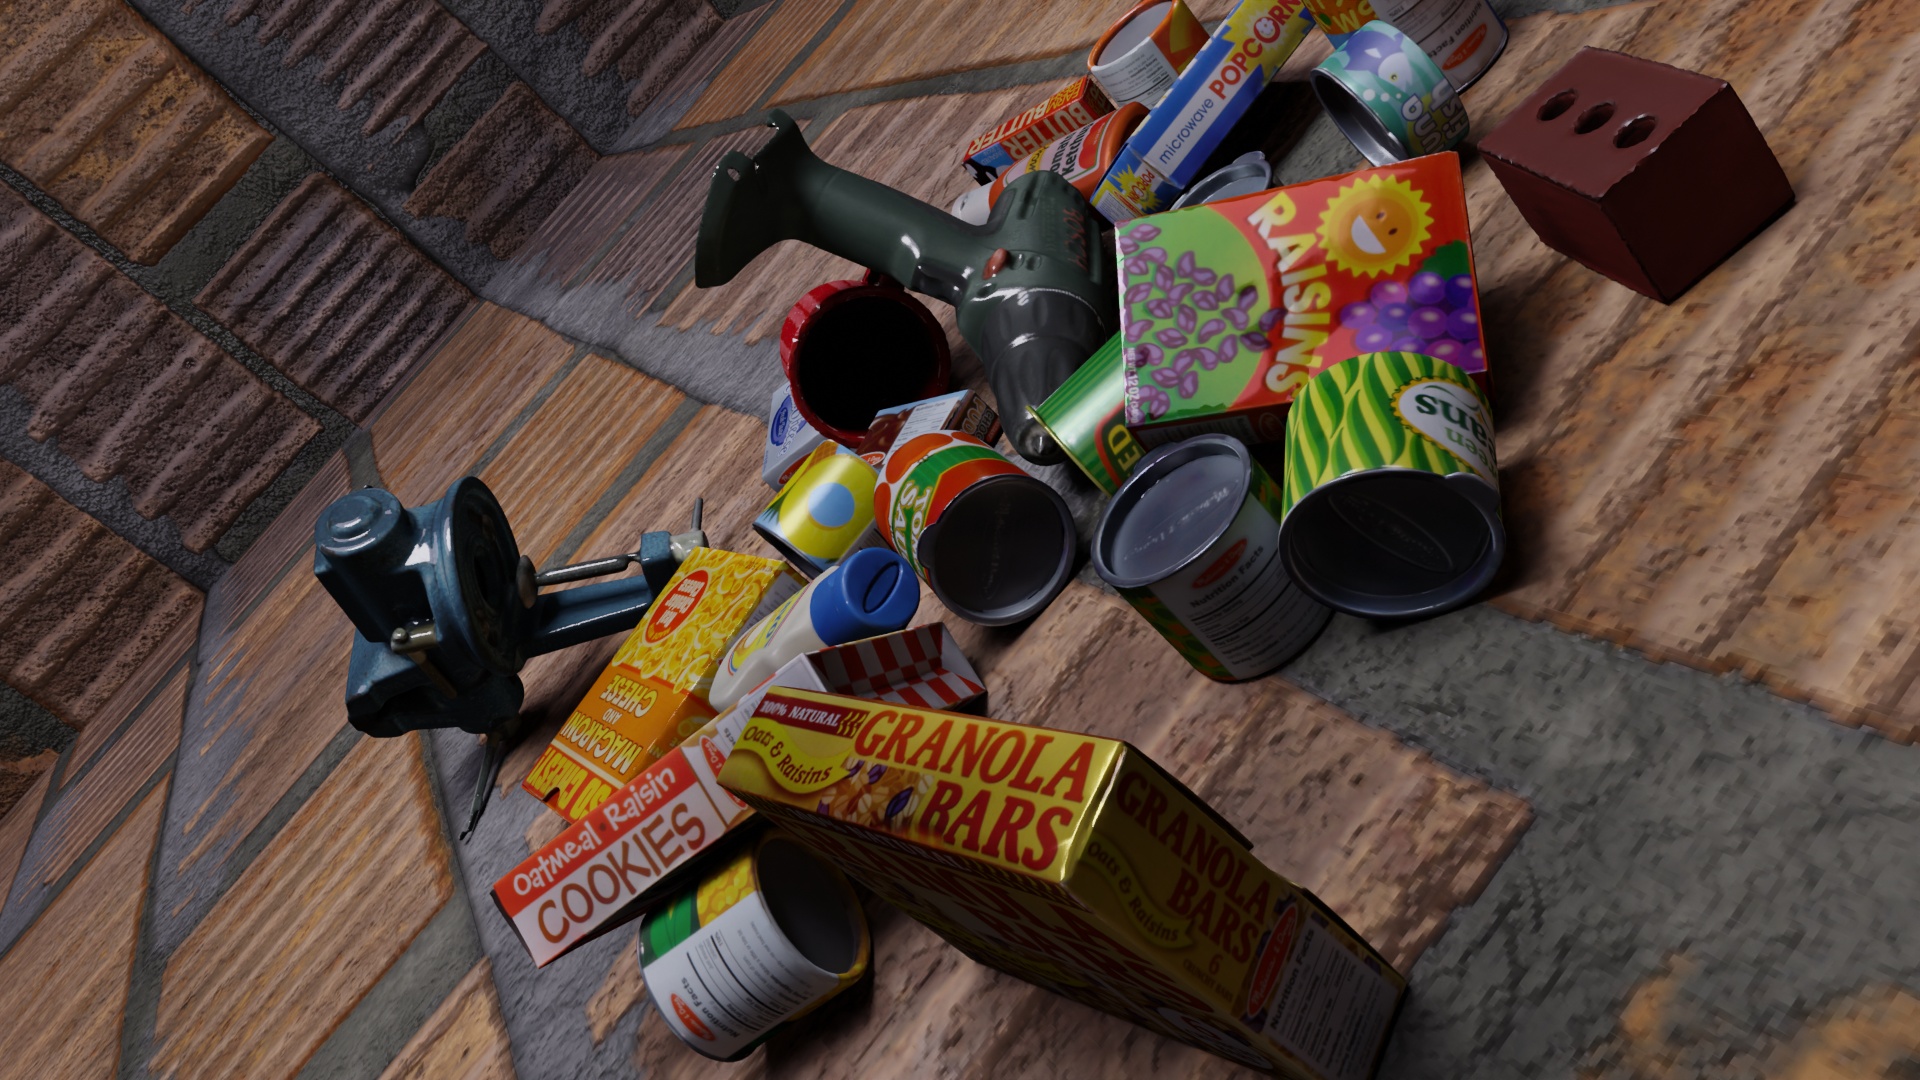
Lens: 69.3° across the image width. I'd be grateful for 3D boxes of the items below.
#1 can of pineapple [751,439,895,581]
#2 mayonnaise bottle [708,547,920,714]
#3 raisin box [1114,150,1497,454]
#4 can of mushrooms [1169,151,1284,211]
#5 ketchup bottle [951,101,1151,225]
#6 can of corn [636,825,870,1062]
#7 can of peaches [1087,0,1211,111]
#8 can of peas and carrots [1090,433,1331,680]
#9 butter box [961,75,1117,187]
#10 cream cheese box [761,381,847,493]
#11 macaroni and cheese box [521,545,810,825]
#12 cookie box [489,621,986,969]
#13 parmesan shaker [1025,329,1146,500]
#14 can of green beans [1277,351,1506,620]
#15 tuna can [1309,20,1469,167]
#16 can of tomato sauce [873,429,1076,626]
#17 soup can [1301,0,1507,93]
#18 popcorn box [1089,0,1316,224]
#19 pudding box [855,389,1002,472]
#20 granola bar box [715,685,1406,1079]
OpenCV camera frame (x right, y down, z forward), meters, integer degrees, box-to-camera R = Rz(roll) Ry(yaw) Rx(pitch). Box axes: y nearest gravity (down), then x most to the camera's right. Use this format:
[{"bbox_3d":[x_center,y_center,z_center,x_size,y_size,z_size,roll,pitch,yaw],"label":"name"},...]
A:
[{"bbox_3d":[-0.064,-0.010,0.706,0.058,0.071,0.071,-51,28,-10],"label":"can of pineapple"},{"bbox_3d":[-0.066,0.043,0.627,0.147,0.041,0.065,-36,18,55],"label":"mayonnaise bottle"},{"bbox_3d":[0.121,-0.081,0.499,0.123,0.040,0.086,-8,71,21],"label":"raisin box"},{"bbox_3d":[0.129,-0.147,0.656,0.071,0.033,0.071,-35,29,23],"label":"can of mushrooms"},{"bbox_3d":[0.054,-0.210,0.831,0.148,0.043,0.065,-9,51,51],"label":"ketchup bottle"},{"bbox_3d":[-0.075,0.148,0.518,0.058,0.071,0.071,-37,29,16],"label":"can of corn"},{"bbox_3d":[0.118,-0.281,0.821,0.071,0.058,0.071,-34,30,24],"label":"can of peaches"},{"bbox_3d":[0.088,0.005,0.484,0.070,0.058,0.071,-34,29,23],"label":"can of peas and carrots"},{"bbox_3d":[0.055,-0.243,0.863,0.103,0.053,0.024,-17,42,44],"label":"butter box"},{"bbox_3d":[-0.097,-0.075,0.886,0.053,0.024,0.104,-34,30,20],"label":"cream cheese box"},{"bbox_3d":[-0.155,0.082,0.742,0.167,0.040,0.123,-56,28,-17],"label":"macaroni and cheese box"},{"bbox_3d":[-0.085,0.097,0.554,0.167,0.040,0.123,-37,-11,19],"label":"cookie box"},{"bbox_3d":[0.087,-0.065,0.565,0.103,0.071,0.071,-43,28,6],"label":"parmesan shaker"},{"bbox_3d":[0.136,-0.018,0.440,0.071,0.071,0.058,-25,34,36],"label":"can of green beans"},{"bbox_3d":[0.185,-0.186,0.594,0.033,0.071,0.071,-41,28,10],"label":"tuna can"},{"bbox_3d":[0.002,-0.008,0.611,0.071,0.071,0.083,-47,27,0],"label":"can of tomato sauce"},{"bbox_3d":[0.198,-0.248,0.638,0.071,0.083,0.072,-35,30,23],"label":"soup can"},{"bbox_3d":[0.126,-0.224,0.723,0.127,0.038,0.085,-52,1,-9],"label":"popcorn box"},{"bbox_3d":[-0.021,-0.049,0.739,0.083,0.030,0.050,-7,48,51],"label":"pudding box"},{"bbox_3d":[0.021,0.093,0.392,0.165,0.124,0.039,-1,53,54],"label":"granola bar box"}]
